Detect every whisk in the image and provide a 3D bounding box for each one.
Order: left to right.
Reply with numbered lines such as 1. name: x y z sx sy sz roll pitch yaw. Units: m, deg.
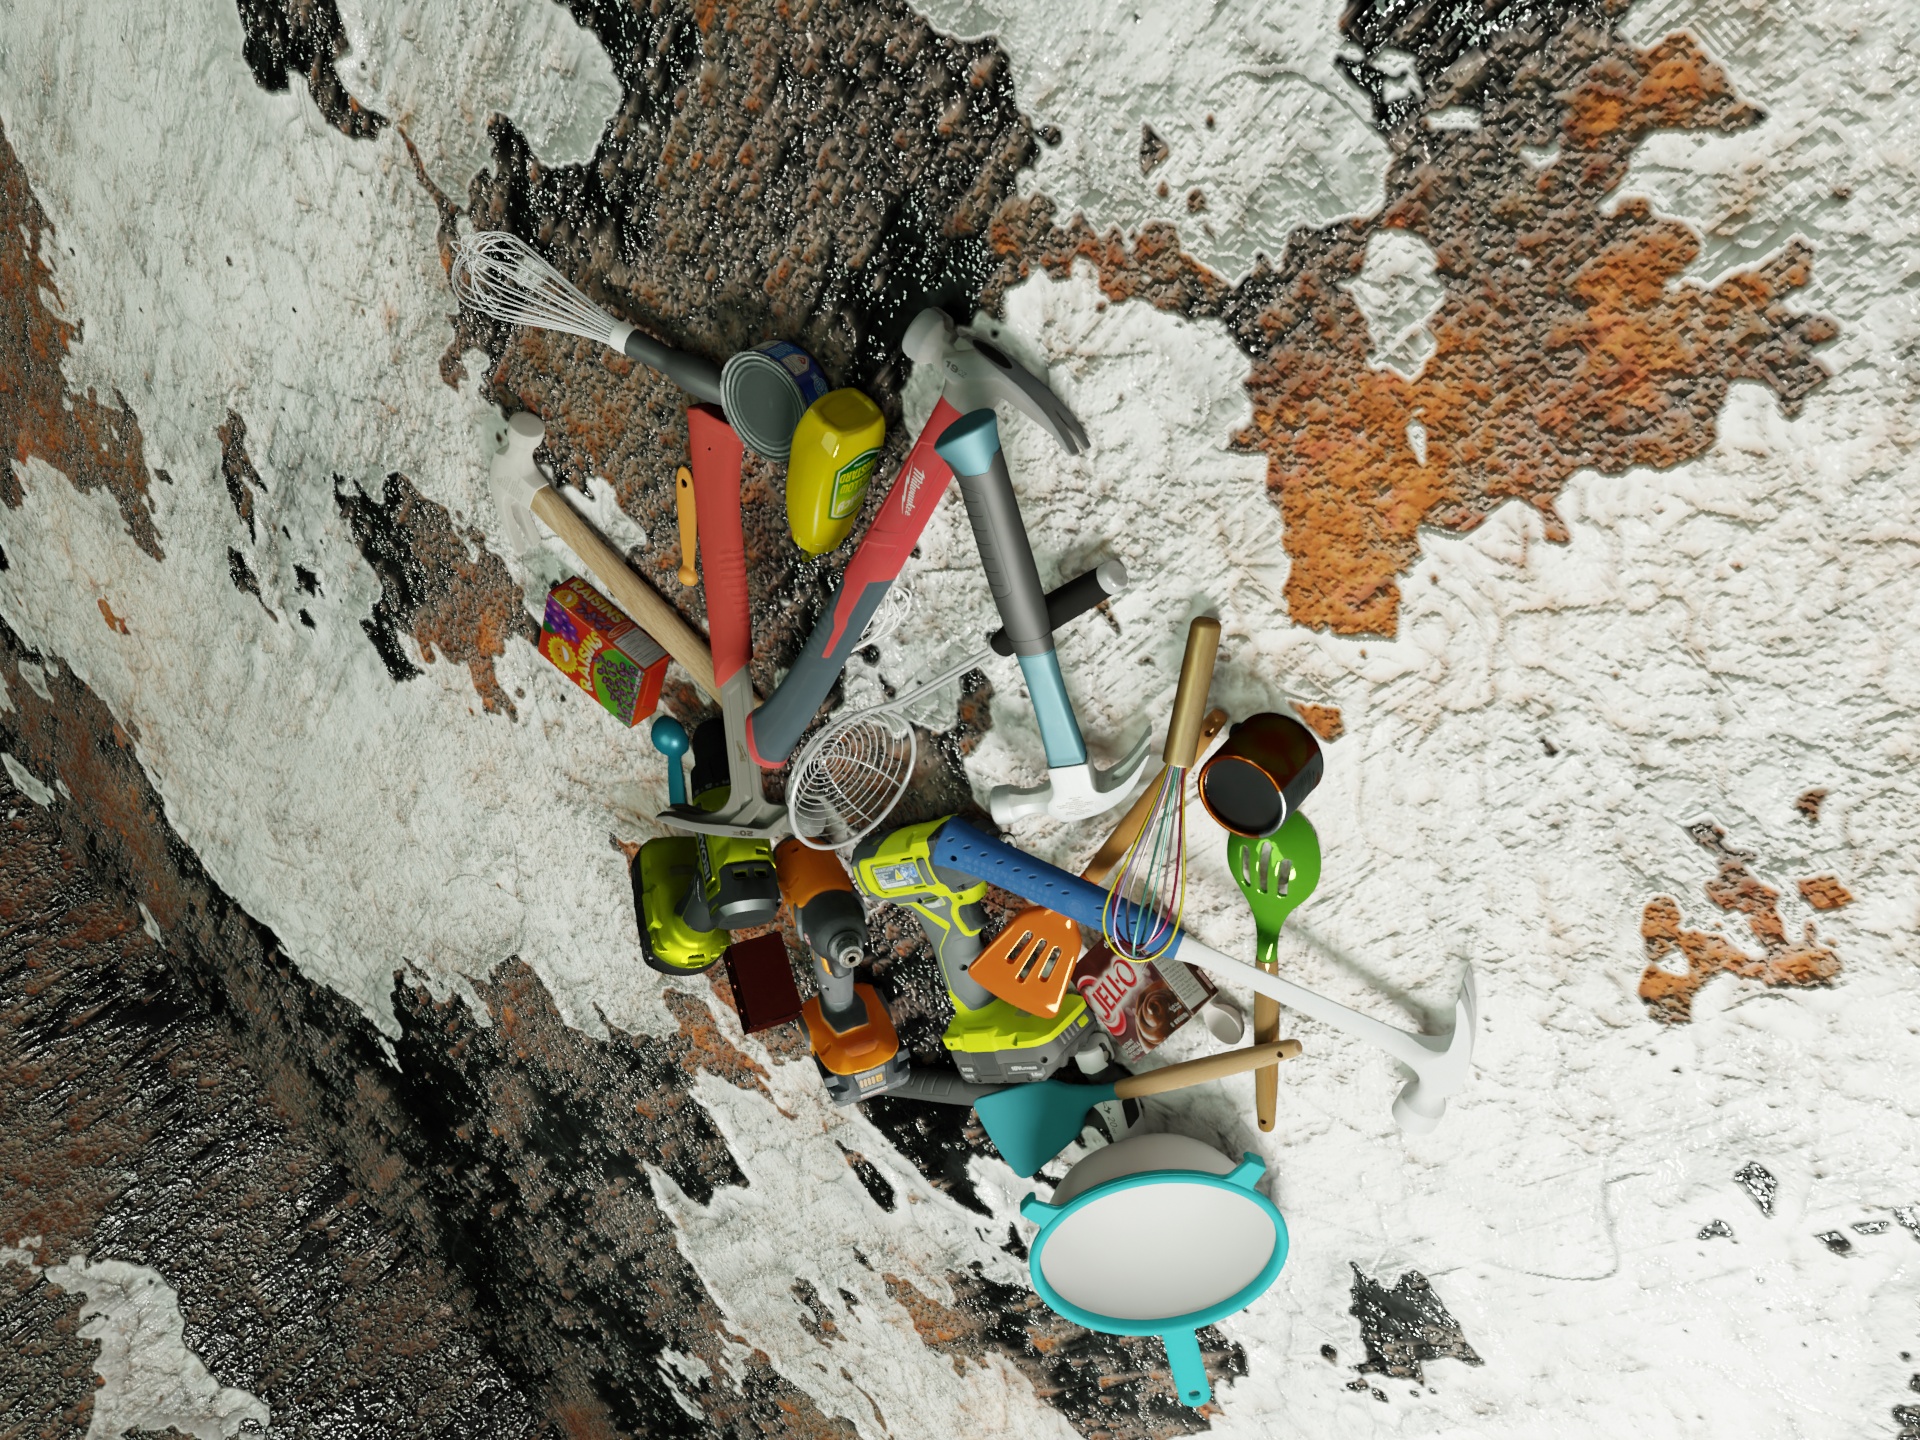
1. whisk: -0.288 -0.313 1.250 0.285 0.070 0.070 29 135 16
2. whisk: -0.104 -0.052 1.279 0.246 0.057 0.059 135 137 -53
3. whisk: 0.139 0.050 1.075 0.047 0.051 0.245 17 103 28

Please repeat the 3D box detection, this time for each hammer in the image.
1. hammer: -0.298 -0.118 1.412 0.331 0.031 0.130 45 138 6
2. hammer: -0.195 -0.075 1.288 0.149 0.037 0.359 4 110 20
3. hammer: -0.054 -0.096 1.146 0.143 0.038 0.386 40 125 11
4. hammer: 0.027 0.345 1.457 0.335 0.035 0.146 -6 114 44
5. hammer: 0.045 -0.060 1.079 0.128 0.033 0.330 -8 127 16
6. hammer: 0.170 0.161 1.139 0.405 0.035 0.144 23 131 13

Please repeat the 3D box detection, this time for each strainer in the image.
1. strainer: 0.173 0.458 1.355 0.211 0.095 0.340 -12 127 5

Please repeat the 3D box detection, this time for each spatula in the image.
1. spatula: 0.109 0.107 1.181 0.081 0.041 0.322 29 129 -4
2. spatula: 0.142 0.298 1.270 0.317 0.044 0.082 -28 94 43

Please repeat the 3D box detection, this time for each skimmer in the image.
1. skimmer: -0.002 -0.004 1.187 0.363 0.127 0.090 -30 73 41

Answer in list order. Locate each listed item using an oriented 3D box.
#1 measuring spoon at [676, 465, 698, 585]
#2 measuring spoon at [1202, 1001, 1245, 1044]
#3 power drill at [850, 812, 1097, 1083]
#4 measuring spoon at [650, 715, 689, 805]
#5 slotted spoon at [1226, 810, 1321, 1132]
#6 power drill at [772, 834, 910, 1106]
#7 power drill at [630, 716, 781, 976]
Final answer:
1. measuring spoon: -0.232 -0.161 1.337 0.021 0.011 0.116 27 134 24
2. measuring spoon: 0.179 0.198 1.235 0.124 0.018 0.034 51 145 10
3. power drill: 0.017 0.186 1.322 0.171 0.080 0.223 -15 105 46
4. measuring spoon: -0.280 0.053 1.526 0.042 0.021 0.128 25 131 27
5. slotted spoon: 0.229 0.195 1.177 0.070 0.031 0.313 15 129 29
6. power drill: -0.107 0.230 1.416 0.164 0.084 0.226 -129 26 -56
7. power drill: -0.237 0.123 1.467 0.228 0.080 0.191 -48 49 52
